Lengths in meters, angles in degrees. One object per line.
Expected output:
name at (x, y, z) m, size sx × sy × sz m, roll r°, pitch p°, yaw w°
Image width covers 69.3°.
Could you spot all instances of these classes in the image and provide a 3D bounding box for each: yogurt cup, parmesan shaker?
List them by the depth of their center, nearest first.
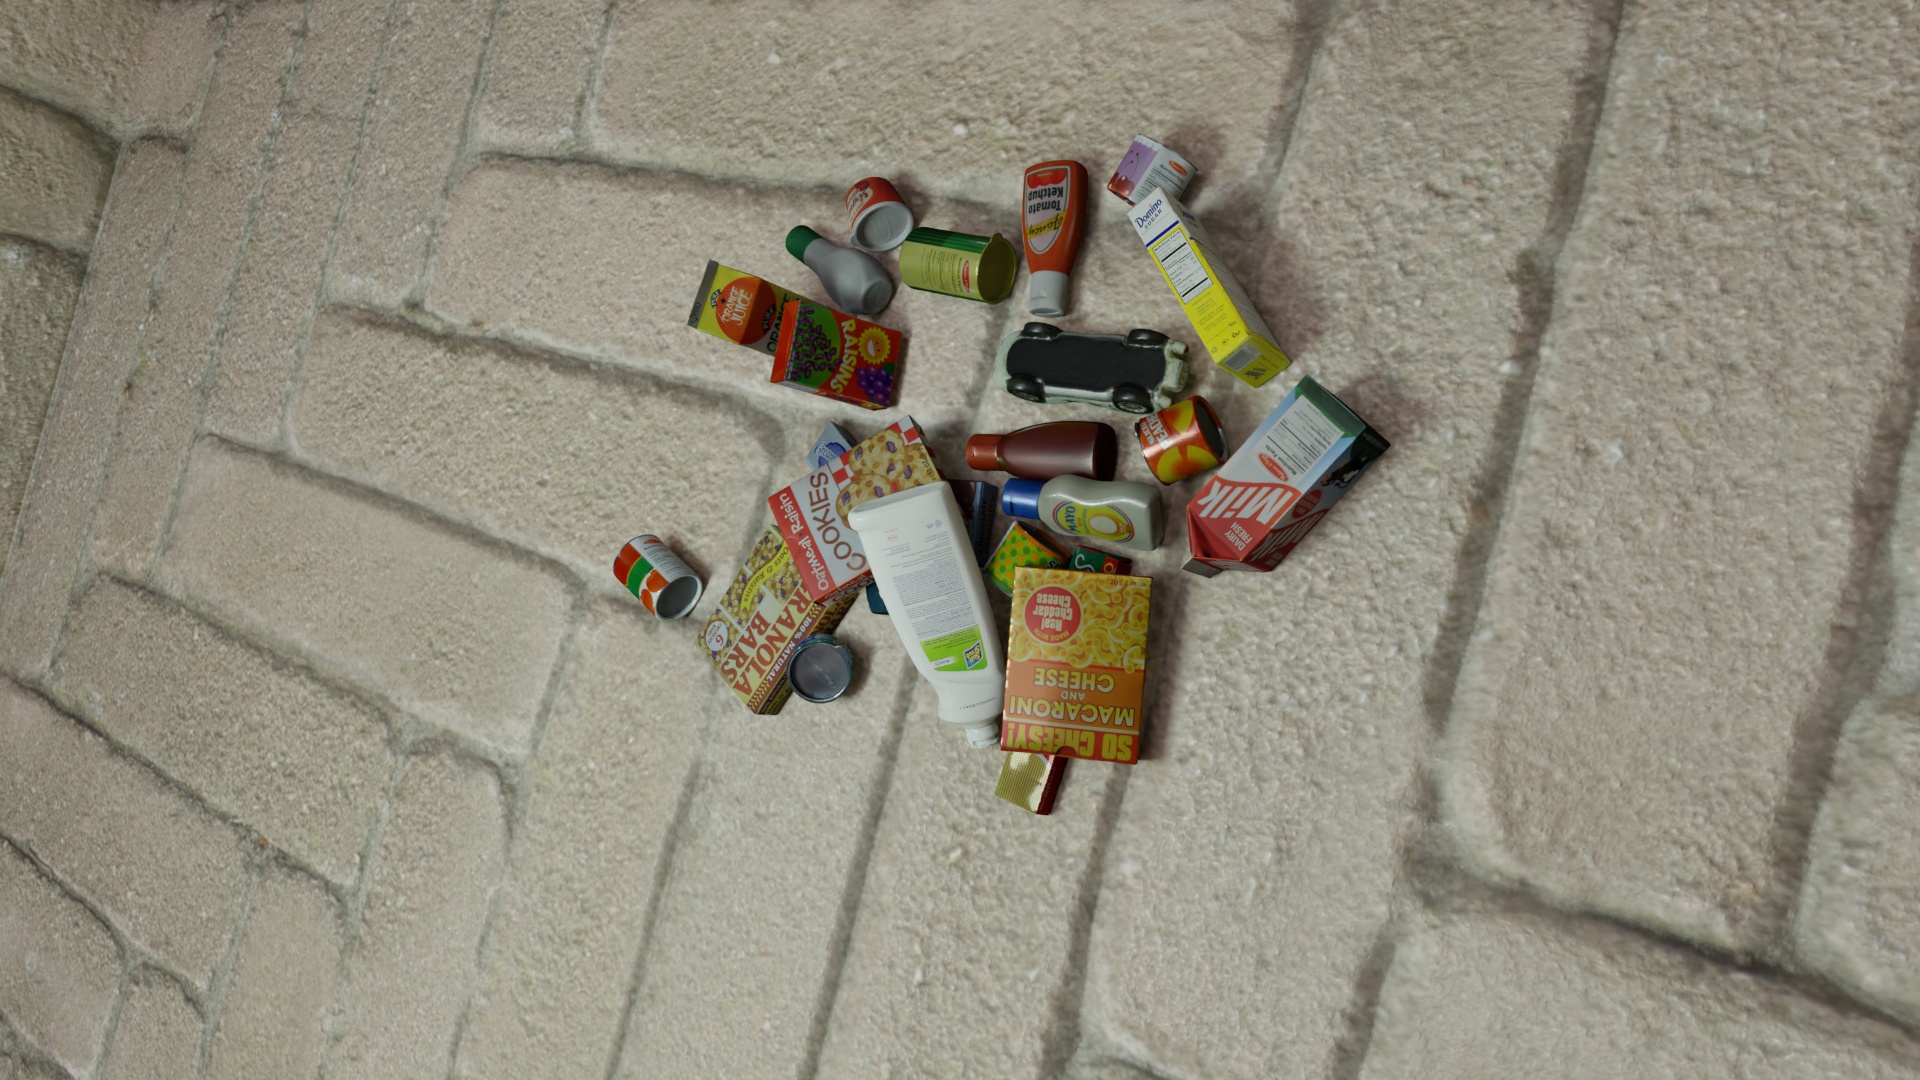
parmesan shaker at (-0.003, -0.282, 1.403) m, size 0.103 × 0.071 × 0.071 m, roll 18°, pitch 91°, yaw 35°
yogurt cup at (-0.089, -0.349, 1.477) m, size 0.072 × 0.072 × 0.054 m, roll -38°, pitch 55°, yaw 23°

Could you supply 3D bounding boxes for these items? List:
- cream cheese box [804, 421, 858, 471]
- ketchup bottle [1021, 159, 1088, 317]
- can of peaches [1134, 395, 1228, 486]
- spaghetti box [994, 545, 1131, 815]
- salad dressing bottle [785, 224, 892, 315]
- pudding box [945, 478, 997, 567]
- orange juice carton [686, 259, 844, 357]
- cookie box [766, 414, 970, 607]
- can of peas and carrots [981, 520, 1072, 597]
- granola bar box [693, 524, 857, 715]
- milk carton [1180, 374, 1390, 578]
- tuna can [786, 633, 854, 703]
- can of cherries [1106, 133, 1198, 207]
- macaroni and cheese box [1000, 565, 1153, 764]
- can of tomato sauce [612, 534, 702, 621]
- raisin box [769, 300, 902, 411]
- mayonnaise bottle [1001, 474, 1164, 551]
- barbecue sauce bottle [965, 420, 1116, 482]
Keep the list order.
cream cheese box at (-0.123, -0.077, 1.456) m, size 0.053 × 0.024 × 0.104 m, roll -54°, pitch 44°, yaw 14°
ketchup bottle at (0.090, -0.294, 1.359) m, size 0.064 × 0.043 × 0.149 m, roll -1°, pitch 81°, yaw 33°
can of peaches at (0.197, -0.090, 1.233) m, size 0.058 × 0.071 × 0.071 m, roll -22°, pitch 70°, yaw 28°
spaghetti box at (0.095, 0.128, 1.284) m, size 0.050 × 0.029 × 0.250 m, roll 19°, pitch 92°, yaw 34°
salad dressing bottle at (-0.135, -0.297, 1.508) m, size 0.148 × 0.044 × 0.064 m, roll 40°, pitch 122°, yaw 34°
pudding box at (0.005, -0.017, 1.370) m, size 0.049 × 0.030 × 0.084 m, roll 3°, pitch 83°, yaw 35°
orange juice carton at (-0.206, -0.233, 1.453) m, size 0.073 × 0.193 × 0.071 m, roll 23°, pitch 95°, yaw 35°
cookie box at (-0.092, -0.028, 1.362) m, size 0.167 × 0.040 × 0.123 m, roll -30°, pitch 68°, yaw 7°
can of peas and carrots at (0.065, 0.023, 1.302) m, size 0.071 × 0.071 × 0.058 m, roll 40°, pitch 103°, yaw 32°
granola bar box at (-0.200, 0.085, 1.481) m, size 0.124 × 0.039 × 0.165 m, roll 42°, pitch 105°, yaw 31°
milk carton at (0.264, -0.040, 1.179) m, size 0.190 × 0.072 × 0.073 m, roll -49°, pitch 59°, yaw 15°
tuna can at (-0.141, 0.129, 1.419) m, size 0.071 × 0.033 × 0.071 m, roll 0°, pitch 103°, yaw 2°
can of cherries at (0.178, -0.338, 1.298) m, size 0.071 × 0.071 × 0.058 m, roll 38°, pitch 104°, yaw 32°
macaroni and cheese box at (0.103, 0.110, 1.239) m, size 0.124 × 0.040 × 0.166 m, roll 5°, pitch 89°, yaw 10°
can of tomato sauce at (-0.341, 0.044, 1.567) m, size 0.083 × 0.071 × 0.071 m, roll 38°, pitch 103°, yaw 32°
raisin box at (-0.127, -0.189, 1.433) m, size 0.040 × 0.123 × 0.086 m, roll 1°, pitch 80°, yaw 57°
mayonnaise bottle at (0.111, -0.030, 1.272) m, size 0.148 × 0.064 × 0.041 m, roll 9°, pitch 44°, yaw 25°
barbecue sauce bottle at (0.075, -0.083, 1.329) m, size 0.148 × 0.044 × 0.065 m, roll 4°, pitch 90°, yaw 35°
